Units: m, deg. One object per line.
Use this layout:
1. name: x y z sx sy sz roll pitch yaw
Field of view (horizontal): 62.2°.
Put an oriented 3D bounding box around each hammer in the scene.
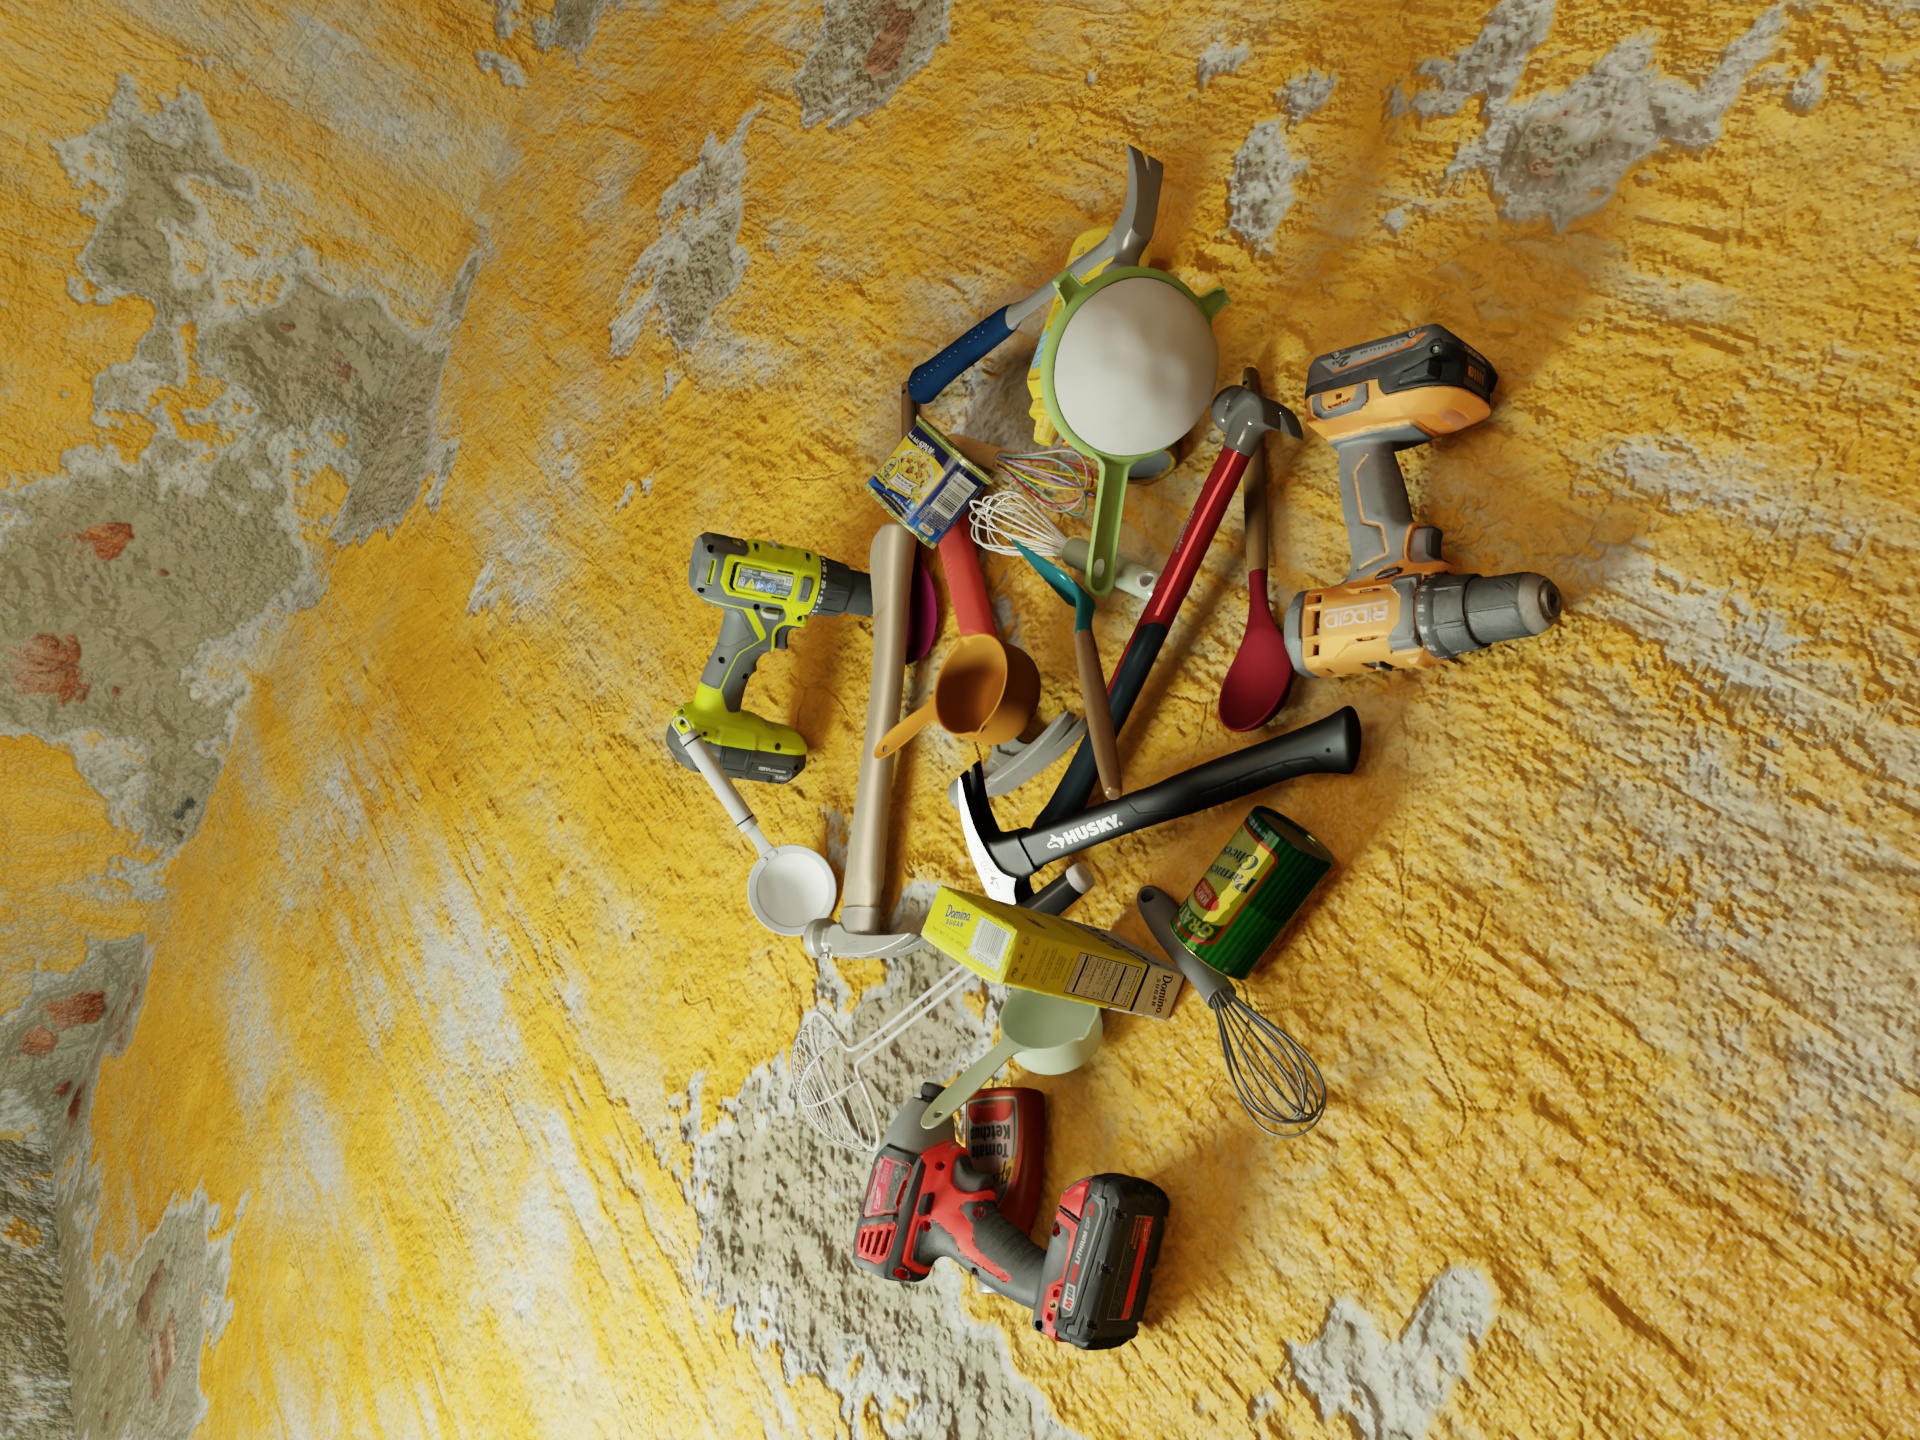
1. hammer: 0.055 -0.367 1.411 0.405 0.035 0.144 -16 56 62
2. hammer: 0.147 -0.064 1.204 0.143 0.038 0.386 -103 35 -71
3. hammer: 0.018 -0.101 1.423 0.149 0.036 0.359 -38 49 33
4. hammer: -0.067 0.012 1.459 0.146 0.038 0.411 -10 69 45
5. hammer: 0.142 0.056 1.171 0.335 0.035 0.146 -24 98 35

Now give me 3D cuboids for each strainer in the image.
1. strainer: 0.134 -0.214 1.220 0.069 0.151 0.256 -140 54 -60
2. strainer: -0.195 0.103 1.500 0.087 0.050 0.258 -34 91 7

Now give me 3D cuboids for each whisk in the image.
1. whisk: 0.090 -0.145 1.350 0.247 0.059 0.058 31 84 45
2. whisk: 0.052 -0.230 1.441 0.047 0.051 0.245 -36 32 -14
3. whisk: 0.179 0.194 1.104 0.055 0.055 0.239 -55 37 18

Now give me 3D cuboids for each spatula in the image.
1. spatula: 0.089 -0.042 1.216 0.044 0.082 0.318 -32 33 20

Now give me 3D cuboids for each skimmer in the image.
1. skimmer: -0.013 0.226 1.289 0.363 0.090 0.127 -42 65 25

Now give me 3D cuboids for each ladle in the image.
1. ladle: 0.223 -0.134 1.206 0.069 0.031 0.316 -23 56 46

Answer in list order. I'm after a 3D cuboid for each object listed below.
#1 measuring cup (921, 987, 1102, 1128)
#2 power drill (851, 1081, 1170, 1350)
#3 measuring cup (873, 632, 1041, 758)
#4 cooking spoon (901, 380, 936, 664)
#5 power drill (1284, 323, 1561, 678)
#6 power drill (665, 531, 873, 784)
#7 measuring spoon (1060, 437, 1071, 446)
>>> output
1. measuring cup: 0.037 0.255 1.174 0.167 0.038 0.083 -37 38 -26
2. power drill: 0.029 0.350 1.136 0.220 0.078 0.143 9 78 35
3. measuring cup: -0.002 -0.004 1.339 0.173 0.052 0.095 -35 51 38
4. cooking spoon: -0.047 -0.199 1.555 0.069 0.017 0.319 -26 56 41
5. power drill: 0.311 -0.145 1.068 0.185 0.084 0.226 -6 73 46
6. power drill: -0.183 -0.060 1.545 0.080 0.190 0.228 -133 56 -63
7. measuring spoon: 0.134 -0.272 1.364 0.117 0.011 0.021 -37 20 15
